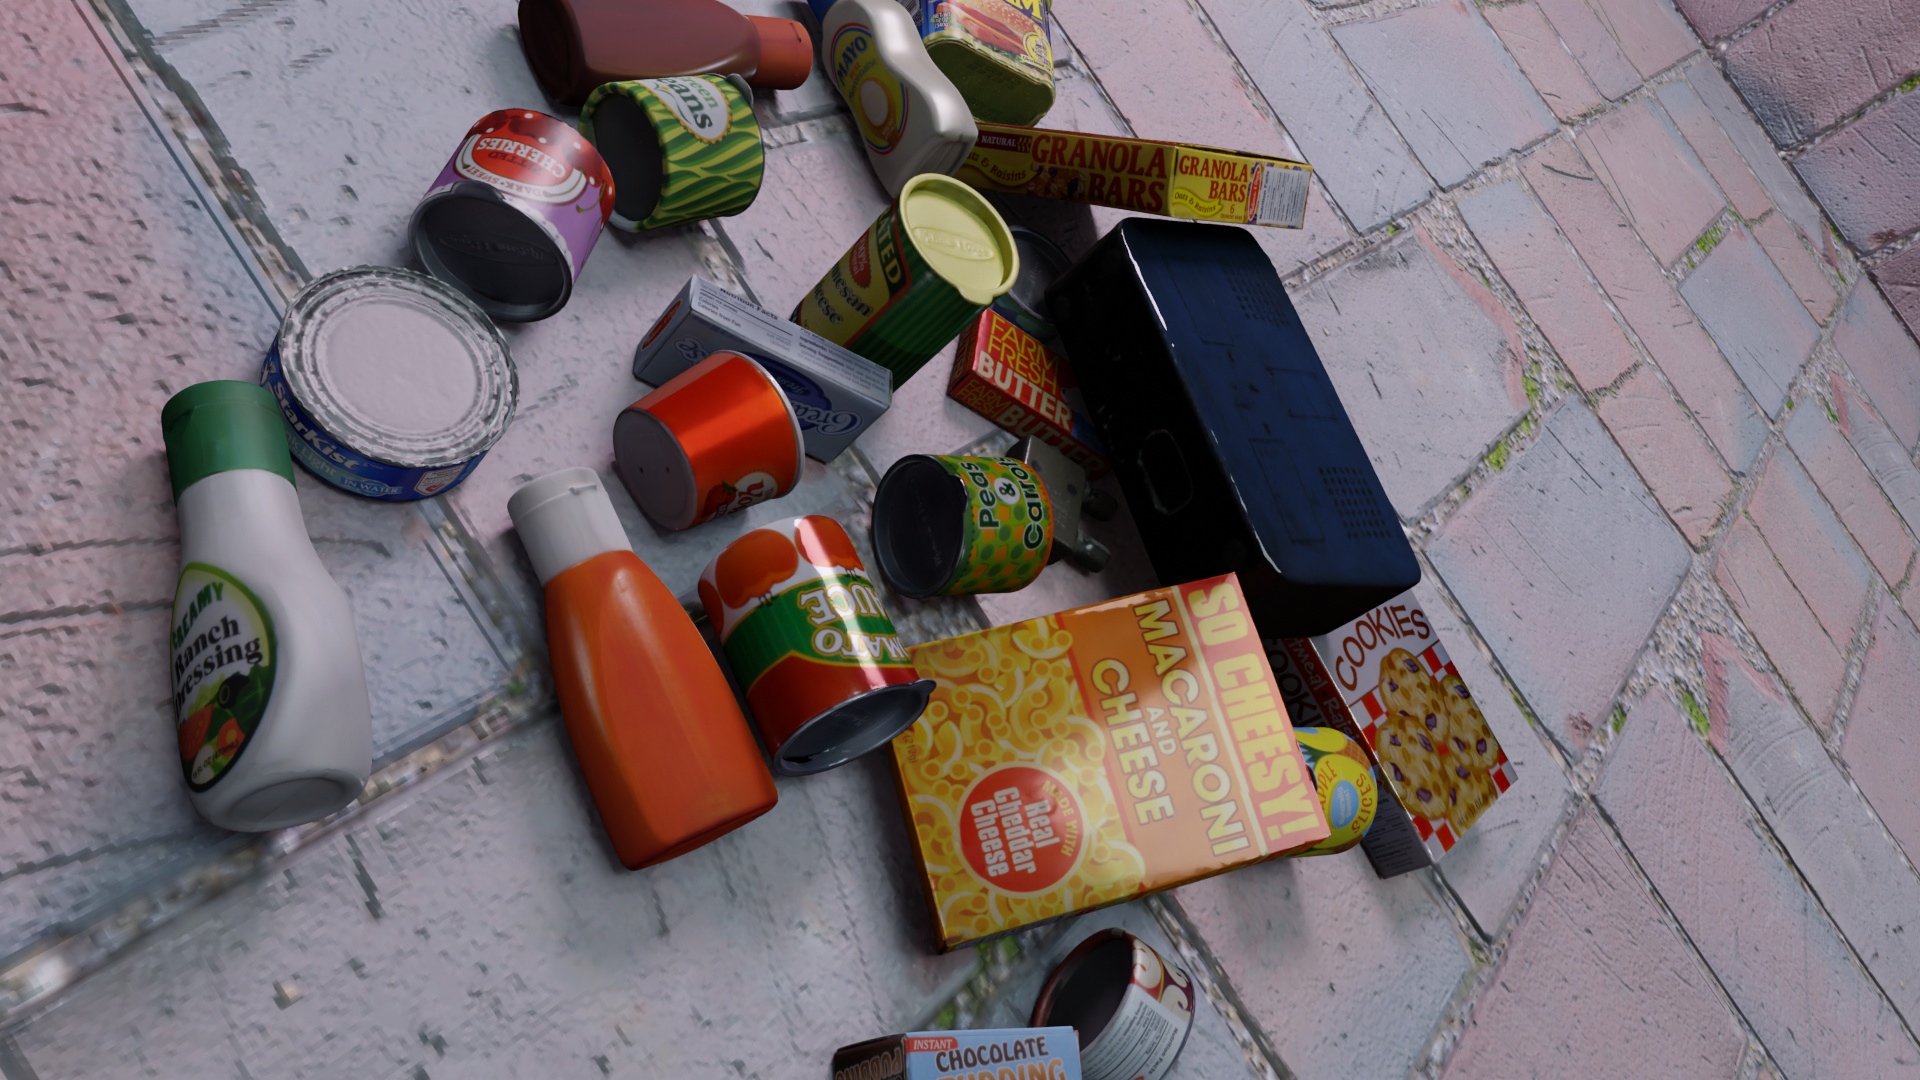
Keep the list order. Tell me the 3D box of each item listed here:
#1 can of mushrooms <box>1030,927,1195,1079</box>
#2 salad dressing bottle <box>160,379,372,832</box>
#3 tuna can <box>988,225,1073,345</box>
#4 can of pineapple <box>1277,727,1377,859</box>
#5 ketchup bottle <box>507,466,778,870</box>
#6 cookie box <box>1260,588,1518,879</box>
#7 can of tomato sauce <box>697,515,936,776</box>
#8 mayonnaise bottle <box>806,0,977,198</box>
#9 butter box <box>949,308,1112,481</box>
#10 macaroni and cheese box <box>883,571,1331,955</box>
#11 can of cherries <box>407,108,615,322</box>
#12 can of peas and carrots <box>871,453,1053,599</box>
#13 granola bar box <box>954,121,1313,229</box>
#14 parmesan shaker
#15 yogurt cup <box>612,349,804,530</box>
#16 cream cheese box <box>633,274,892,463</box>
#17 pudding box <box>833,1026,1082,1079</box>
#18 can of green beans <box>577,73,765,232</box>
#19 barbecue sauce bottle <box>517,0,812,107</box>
[{"bbox_3d":[0.061,0.195,0.573,0.033,0.070,0.071,39,45,-14],"label":"can of mushrooms"},{"bbox_3d":[-0.227,0.017,0.445,0.044,0.064,0.148,18,43,-55],"label":"salad dressing bottle"},{"bbox_3d":[0.037,-0.139,0.782,0.071,0.032,0.071,21,53,-30],"label":"tuna can"},{"bbox_3d":[0.168,0.127,0.701,0.058,0.070,0.071,6,61,-38],"label":"can of pineapple"},{"bbox_3d":[-0.125,0.044,0.522,0.065,0.043,0.149,-13,73,-50],"label":"ketchup bottle"},{"bbox_3d":[0.244,0.092,0.809,0.123,0.040,0.167,-21,80,-45],"label":"cookie box"},{"bbox_3d":[-0.058,0.040,0.553,0.071,0.071,0.083,-5,57,-42],"label":"can of tomato sauce"},{"bbox_3d":[-0.046,-0.265,0.773,0.041,0.064,0.148,-15,71,-41],"label":"mayonnaise bottle"},{"bbox_3d":[0.043,-0.079,0.756,0.103,0.024,0.053,29,48,-24],"label":"butter box"},{"bbox_3d":[0.056,0.092,0.593,0.167,0.040,0.124,-12,70,-11],"label":"macaroni and cheese box"},{"bbox_3d":[-0.181,-0.134,0.567,0.071,0.071,0.059,31,48,-22],"label":"can of cherries"},{"bbox_3d":[0.002,-0.008,0.644,0.059,0.070,0.071,-1,65,-41],"label":"can of peas and carrots"},{"bbox_3d":[0.096,-0.210,0.794,0.124,0.166,0.039,-8,111,-43],"label":"granola bar box"},{"bbox_3d":[-0.029,-0.114,0.660,0.071,0.102,0.071,21,52,-30],"label":"parmesan shaker"},{"bbox_3d":[-0.107,-0.039,0.577,0.054,0.072,0.072,-32,87,-39],"label":"yogurt cup"},{"bbox_3d":[-0.087,-0.075,0.622,0.104,0.053,0.024,24,49,-28],"label":"cream cheese box"},{"bbox_3d":[0.000,0.203,0.525,0.084,0.049,0.030,13,58,-35],"label":"pudding box"},{"bbox_3d":[-0.133,-0.179,0.638,0.058,0.071,0.071,-25,82,-46],"label":"can of green beans"},{"bbox_3d":[-0.140,-0.246,0.692,0.149,0.043,0.065,-16,76,-45],"label":"barbecue sauce bottle"}]
